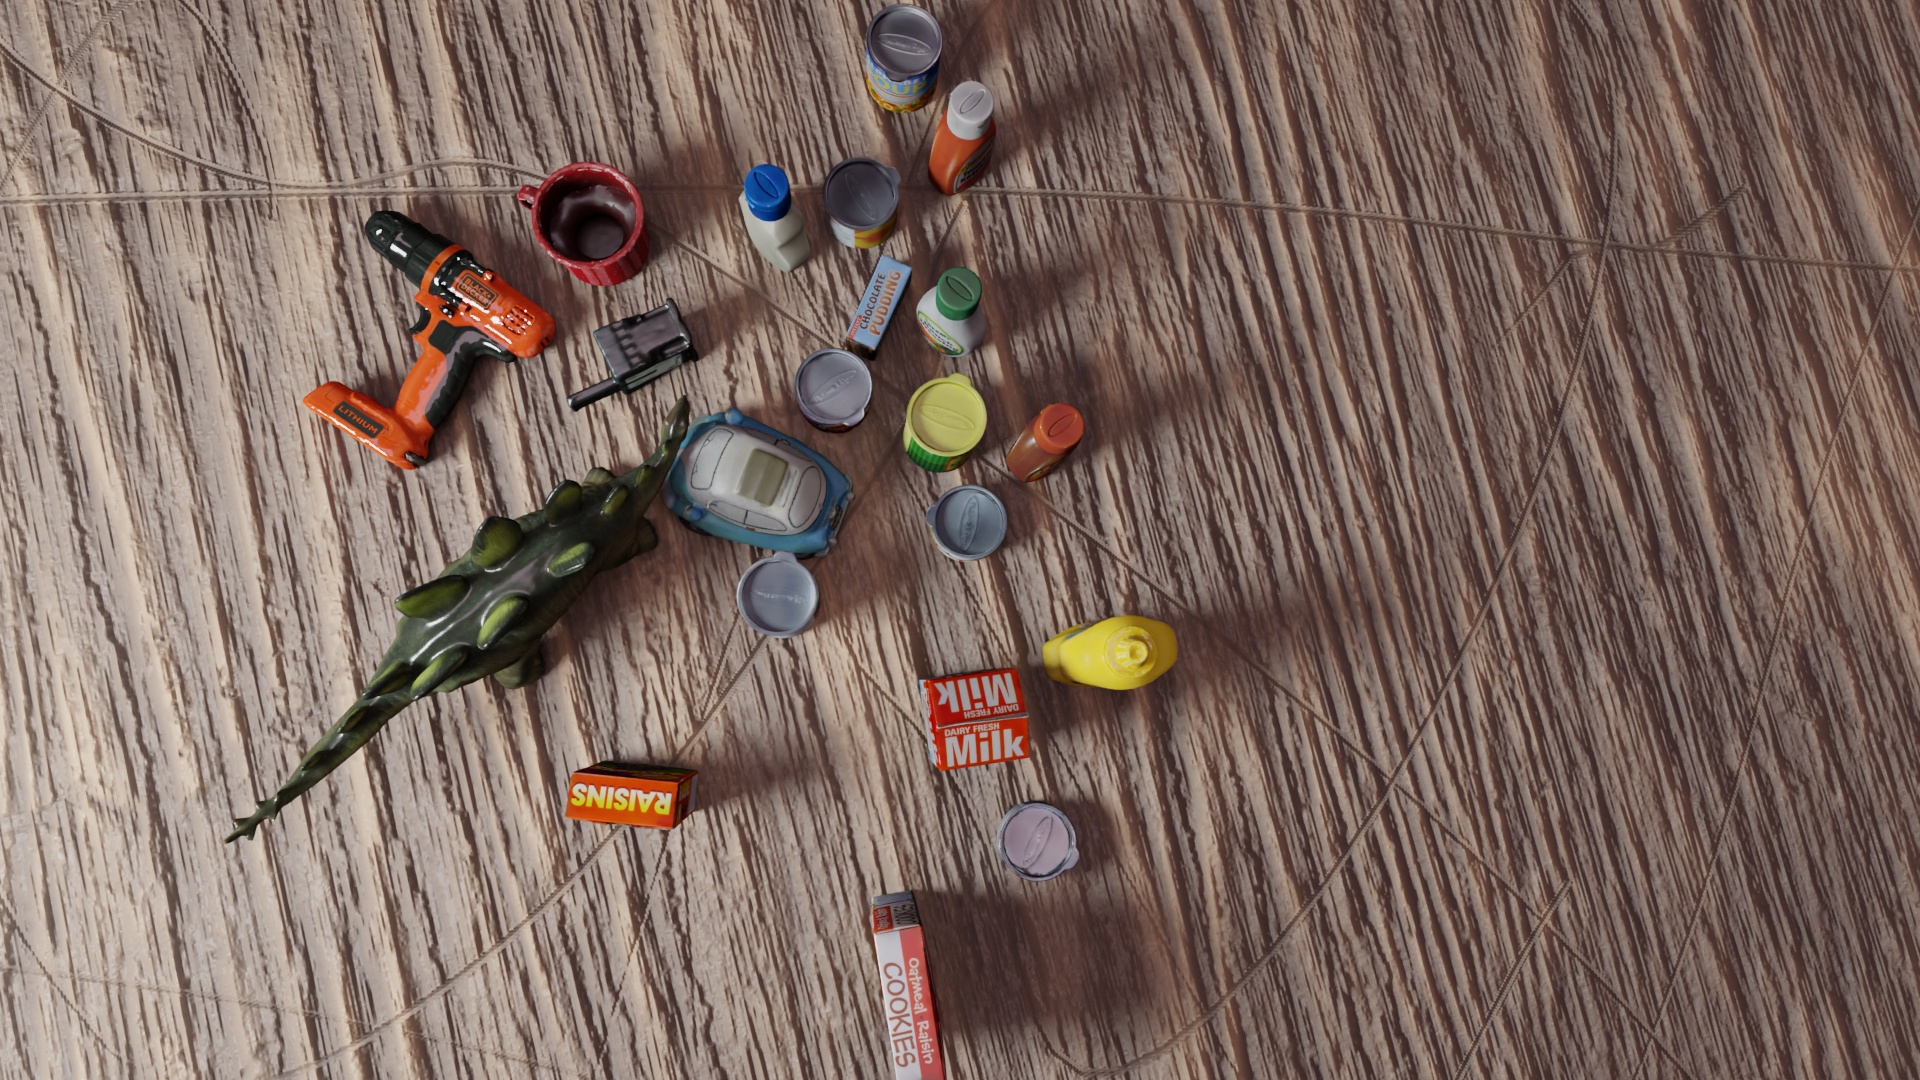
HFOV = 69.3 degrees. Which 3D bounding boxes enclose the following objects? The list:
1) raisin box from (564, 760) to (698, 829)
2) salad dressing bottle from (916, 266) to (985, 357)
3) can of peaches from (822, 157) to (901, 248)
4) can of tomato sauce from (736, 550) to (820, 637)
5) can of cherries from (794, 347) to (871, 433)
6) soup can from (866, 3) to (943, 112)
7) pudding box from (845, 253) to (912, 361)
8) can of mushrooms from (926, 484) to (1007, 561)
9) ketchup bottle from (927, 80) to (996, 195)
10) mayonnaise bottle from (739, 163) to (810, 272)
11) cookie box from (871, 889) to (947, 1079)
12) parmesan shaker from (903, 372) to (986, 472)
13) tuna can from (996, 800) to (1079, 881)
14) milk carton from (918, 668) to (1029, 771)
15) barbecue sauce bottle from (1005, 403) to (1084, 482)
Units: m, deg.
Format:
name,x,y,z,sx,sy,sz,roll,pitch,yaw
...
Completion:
name,x,y,z,sx,sy,sz,roll,pitch,yaw
raisin box,-0.265,0.206,1.131,0.086,0.123,0.040,7,84,-3
salad dressing bottle,-0.006,-0.195,1.181,0.064,0.147,0.044,42,83,1
can of peaches,-0.086,-0.299,1.231,0.071,0.058,0.071,0,84,-4
can of tomato sauce,-0.152,0.047,1.177,0.071,0.083,0.071,0,84,-4
can of cherries,-0.109,-0.127,1.211,0.071,0.058,0.071,0,84,-4
soup can,-0.052,-0.424,1.234,0.071,0.083,0.071,0,84,-4
pudding box,-0.072,-0.205,1.226,0.030,0.049,0.084,24,83,-1
can of mushrooms,0.004,-0.015,1.220,0.071,0.033,0.071,0,84,-4
ketchup bottle,0.004,-0.349,1.197,0.043,0.148,0.065,44,83,1
mayonnaise bottle,-0.159,-0.276,1.178,0.041,0.148,0.065,-41,88,-7
cookie box,-0.042,0.356,1.109,0.040,0.167,0.123,-9,85,-5
parmesan shaker,-0.013,-0.099,1.193,0.071,0.103,0.071,0,84,-4
tuna can,0.067,0.259,1.196,0.071,0.033,0.071,0,84,-4
milk carton,0.010,0.143,1.124,0.072,0.190,0.073,-8,85,-5
barbecue sauce bottle,0.075,-0.085,1.175,0.065,0.148,0.043,-37,88,-7
